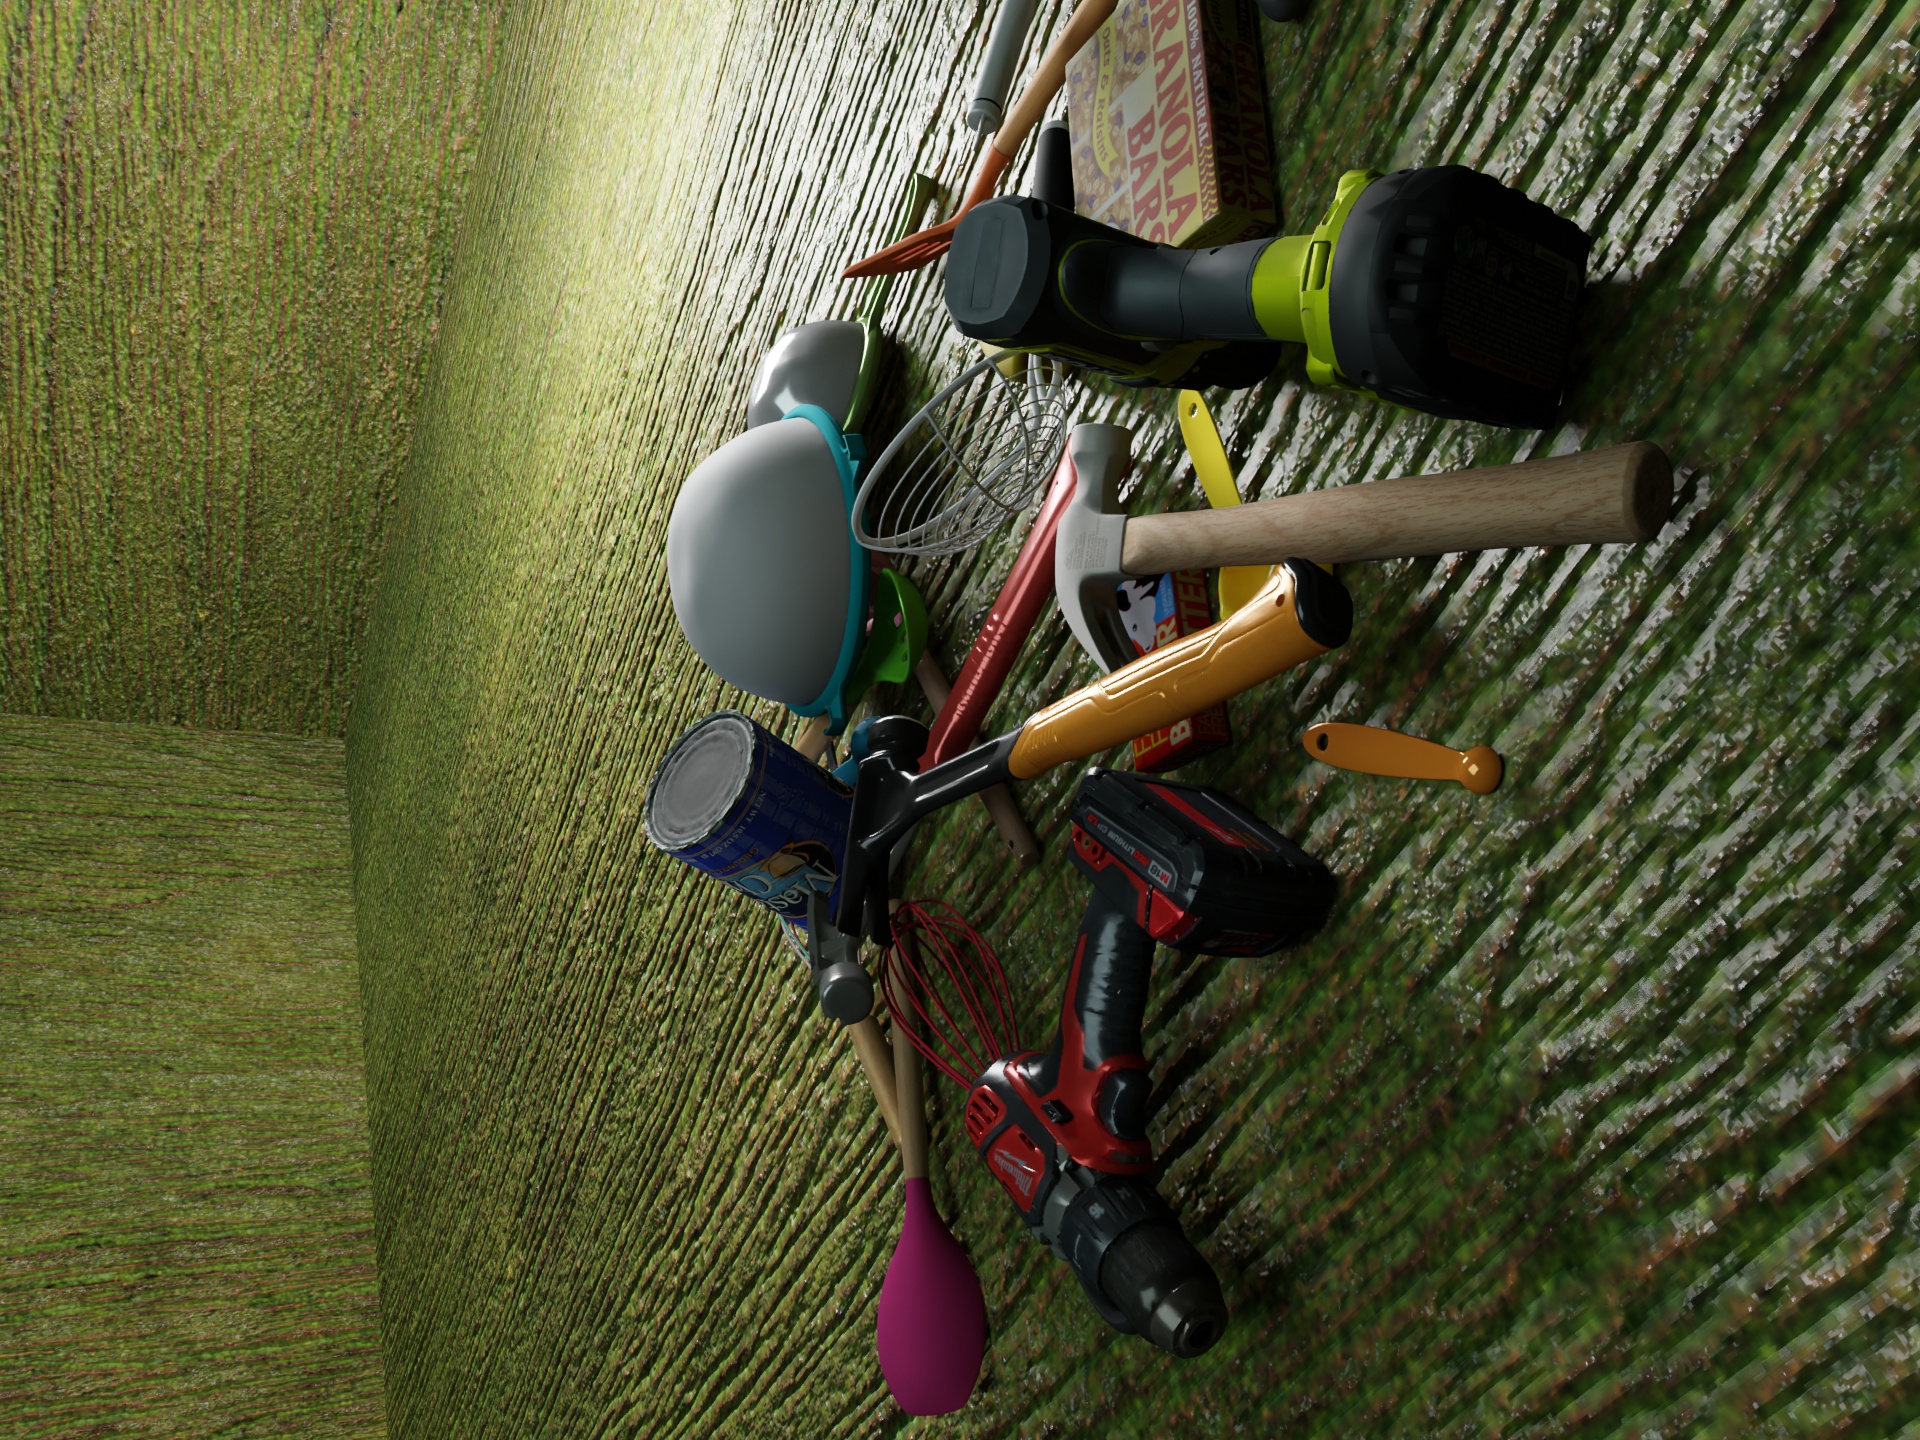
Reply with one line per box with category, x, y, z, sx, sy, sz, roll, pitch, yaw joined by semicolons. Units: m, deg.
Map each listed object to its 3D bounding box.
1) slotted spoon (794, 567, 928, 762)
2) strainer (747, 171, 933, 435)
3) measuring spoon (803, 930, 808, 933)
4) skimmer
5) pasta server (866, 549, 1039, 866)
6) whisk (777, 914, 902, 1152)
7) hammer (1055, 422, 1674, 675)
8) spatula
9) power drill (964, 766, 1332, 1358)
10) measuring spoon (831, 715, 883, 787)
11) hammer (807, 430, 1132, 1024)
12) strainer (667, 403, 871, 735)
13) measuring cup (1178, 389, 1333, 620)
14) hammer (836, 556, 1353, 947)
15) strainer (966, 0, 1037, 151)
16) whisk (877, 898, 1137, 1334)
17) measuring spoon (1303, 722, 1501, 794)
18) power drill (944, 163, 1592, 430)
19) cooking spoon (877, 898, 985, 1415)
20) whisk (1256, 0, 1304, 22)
slotted spoon;-0.084;-0.008;1.093;0.313;0.031;0.070;-49;53;54
strainer;-0.097;-0.282;1.158;0.256;0.069;0.152;-65;21;20
measuring spoon;-0.112;0.100;1.193;0.034;0.018;0.124;20;104;60
skimmer;0.014;-0.225;0.836;0.127;0.090;0.364;123;161;-47
pasta server;-0.021;-0.018;1.030;0.317;0.040;0.060;-119;35;-44
whisk;-0.075;0.189;1.088;0.047;0.051;0.245;-59;40;29
hammer;0.147;-0.080;0.684;0.331;0.031;0.130;3;87;57
spatula;0.033;-0.379;0.983;0.041;0.081;0.322;53;133;12
power drill;0.088;0.155;0.737;0.188;0.080;0.226;40;115;56
measuring spoon;-0.087;0.042;1.128;0.128;0.021;0.042;-43;72;41
hammer;-0.001;-0.003;0.928;0.359;0.036;0.149;-63;15;15
strainer;-0.170;-0.123;1.116;0.341;0.095;0.211;32;121;58
measuring cup;0.139;-0.105;0.768;0.062;0.029;0.157;-54;38;43
hammer;0.047;0.012;0.743;0.337;0.034;0.127;-28;46;49
strainer;0.039;-0.429;0.931;0.087;0.050;0.259;139;149;-62
whisk;0.027;0.210;0.886;0.296;0.073;0.073;55;132;41
measuring spoon;0.183;0.014;0.679;0.117;0.011;0.021;13;97;61
power drill;0.132;-0.169;0.659;0.229;0.190;0.080;16;99;46
cooking spoon;-0.029;0.261;0.992;0.069;0.017;0.319;-14;60;14
whisk;0.137;-0.478;0.804;0.070;0.070;0.285;-29;65;56
